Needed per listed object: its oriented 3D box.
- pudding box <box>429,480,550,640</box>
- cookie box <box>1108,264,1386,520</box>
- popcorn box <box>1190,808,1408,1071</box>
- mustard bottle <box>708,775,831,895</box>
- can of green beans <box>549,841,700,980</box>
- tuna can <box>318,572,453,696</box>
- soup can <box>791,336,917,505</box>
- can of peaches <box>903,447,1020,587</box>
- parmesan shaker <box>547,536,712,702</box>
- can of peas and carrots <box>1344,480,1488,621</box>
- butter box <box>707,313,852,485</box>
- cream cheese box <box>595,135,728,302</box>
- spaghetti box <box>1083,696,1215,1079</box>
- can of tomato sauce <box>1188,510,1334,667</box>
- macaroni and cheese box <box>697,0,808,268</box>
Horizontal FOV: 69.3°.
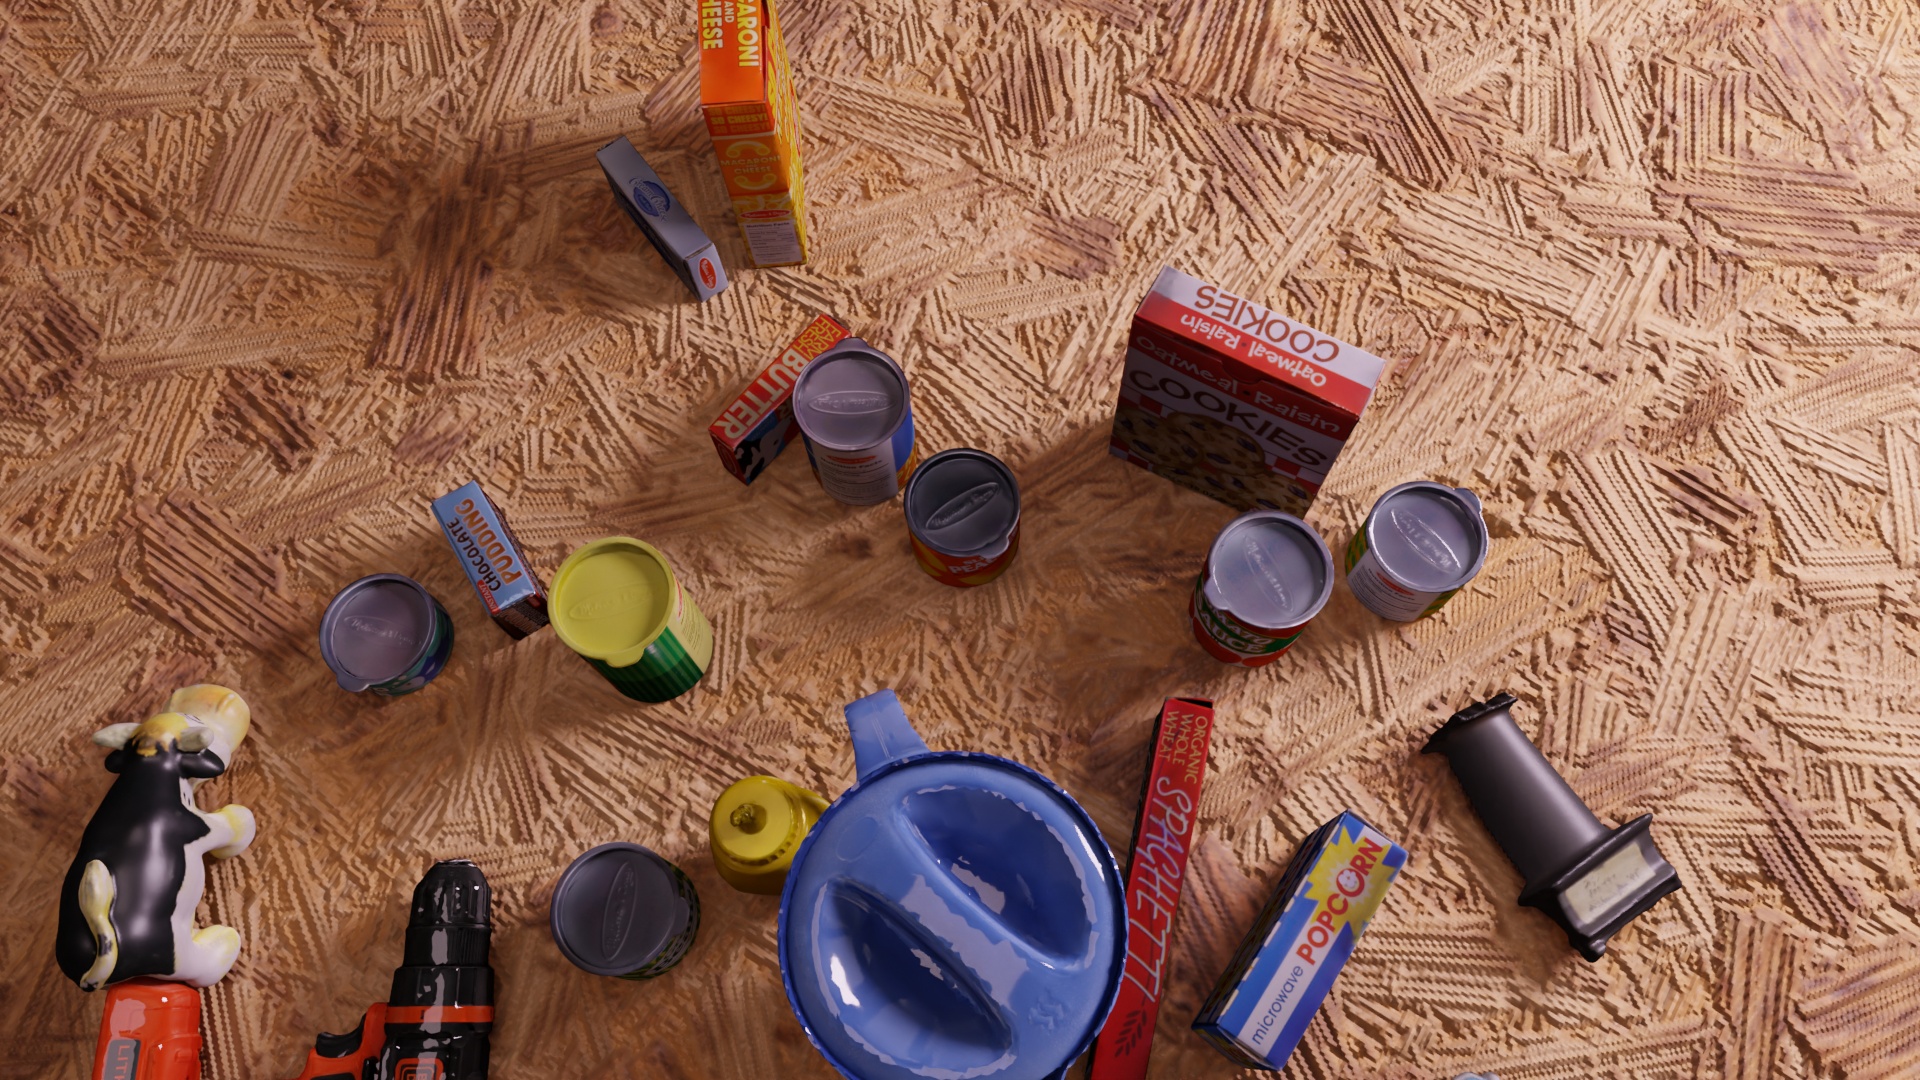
[{"bbox_3d":[-0.270,0.012,0.803,0.030,0.049,0.084,-31,72,-10],"label":"pudding box"},{"bbox_3d":[0.149,-0.071,0.763,0.123,0.167,0.040,26,72,10],"label":"cookie box"},{"bbox_3d":[0.169,0.204,0.702,0.038,0.085,0.127,33,74,13],"label":"popcorn box"},{"bbox_3d":[-0.093,0.146,0.690,0.065,0.159,0.049,-4,70,0],"label":"mustard bottle"},{"bbox_3d":[-0.174,0.195,0.727,0.071,0.057,0.071,0,69,1],"label":"can of green beans"},{"bbox_3d":[-0.329,0.057,0.797,0.071,0.032,0.071,0,69,1],"label":"tuna can"},{"bbox_3d":[-0.060,-0.068,0.811,0.071,0.083,0.071,0,70,1],"label":"soup can"},{"bbox_3d":[0.003,-0.010,0.801,0.071,0.058,0.071,0,69,1],"label":"can of peaches"},{"bbox_3d":[-0.177,0.049,0.759,0.071,0.102,0.071,0,70,1],"label":"parmesan shaker"},{"bbox_3d":[0.259,0.005,0.789,0.071,0.058,0.071,0,69,1],"label":"can of peas and carrots"},{"bbox_3d":[-0.105,-0.085,0.835,0.024,0.053,0.104,38,75,14],"label":"butter box"},{"bbox_3d":[-0.189,-0.203,0.881,0.024,0.053,0.104,-36,73,-11],"label":"cream cheese box"},{"bbox_3d":[0.095,0.204,0.722,0.029,0.050,0.251,12,70,6],"label":"spaghetti box"},{"bbox_3d":[0.163,0.030,0.769,0.071,0.082,0.071,0,70,1],"label":"can of tomato sauce"},{"bbox_3d":[-0.124,-0.263,0.842,0.040,0.166,0.124,-5,70,-1],"label":"macaroni and cheese box"}]
